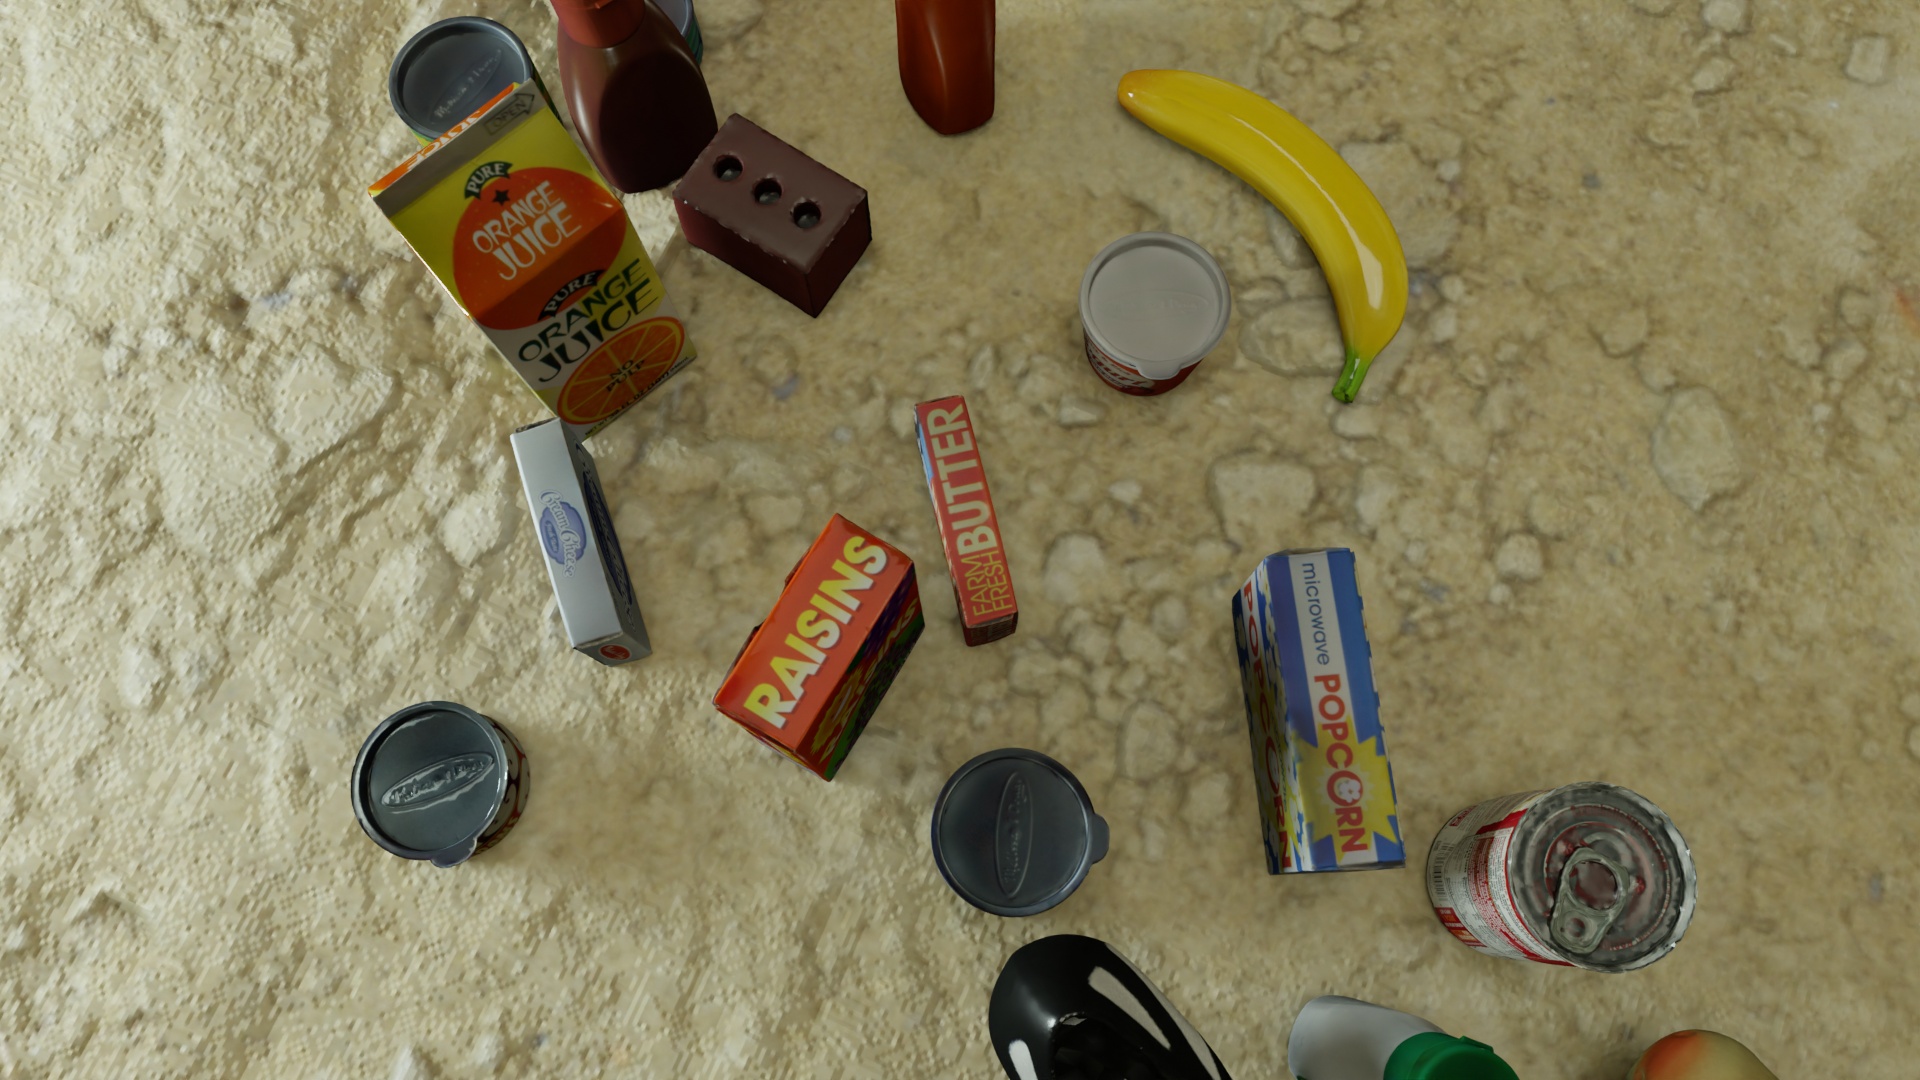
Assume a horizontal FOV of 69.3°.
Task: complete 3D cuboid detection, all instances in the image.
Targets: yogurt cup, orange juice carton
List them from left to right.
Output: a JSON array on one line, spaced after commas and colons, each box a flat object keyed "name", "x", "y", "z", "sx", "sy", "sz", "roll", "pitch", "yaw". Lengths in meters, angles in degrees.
[{"name": "orange juice carton", "x": -0.175, "y": -0.115, "z": 0.573, "sx": 0.072, "sy": 0.192, "sz": 0.073, "roll": -40, "pitch": 79, "yaw": -9}, {"name": "yogurt cup", "x": 0.087, "y": -0.101, "z": 0.639, "sx": 0.072, "sy": 0.054, "sz": 0.072, "roll": 0, "pitch": 75, "yaw": 0}]

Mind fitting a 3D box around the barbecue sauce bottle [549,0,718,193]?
[{"name": "barbecue sauce bottle", "x": -0.151, "y": -0.214, "z": 0.622, "sx": 0.065, "sy": 0.148, "sz": 0.044, "roll": -36, "pitch": 78, "yaw": -8}]

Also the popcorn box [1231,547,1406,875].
[{"name": "popcorn box", "x": 0.145, "y": 0.073, "z": 0.576, "sx": 0.038, "sy": 0.085, "sz": 0.127, "roll": -5, "pitch": 75, "yaw": -1}]

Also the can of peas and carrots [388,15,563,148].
[{"name": "can of peas and carrots", "x": -0.228, "y": -0.205, "z": 0.666, "sx": 0.071, "sy": 0.058, "sz": 0.071, "roll": 0, "pitch": 75, "yaw": 0}]

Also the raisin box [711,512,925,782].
[{"name": "raisin box", "x": -0.053, "y": 0.047, "z": 0.564, "sx": 0.040, "sy": 0.123, "sz": 0.086, "roll": 30, "pitch": 78, "yaw": 8}]

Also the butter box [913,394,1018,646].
[{"name": "butter box", "x": 0.002, "y": -0.008, "z": 0.615, "sx": 0.024, "sy": 0.053, "sz": 0.103, "roll": -13, "pitch": 75, "yaw": -3}]

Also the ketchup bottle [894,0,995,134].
[{"name": "ketchup bottle", "x": -0.008, "y": -0.249, "z": 0.631, "sx": 0.043, "sy": 0.148, "sz": 0.065, "roll": -22, "pitch": 76, "yaw": -5}]

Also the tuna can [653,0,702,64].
[{"name": "tuna can", "x": -0.165, "y": -0.251, "z": 0.692, "sx": 0.071, "sy": 0.032, "sz": 0.071, "roll": 0, "pitch": 75, "yaw": 0}]

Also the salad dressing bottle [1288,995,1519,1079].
[{"name": "salad dressing bottle", "x": 0.162, "y": 0.196, "z": 0.510, "sx": 0.064, "sy": 0.147, "sz": 0.044, "roll": 20, "pitch": 77, "yaw": 5}]

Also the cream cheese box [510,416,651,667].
[{"name": "cream cheese box", "x": -0.167, "y": 0.002, "z": 0.613, "sx": 0.024, "sy": 0.053, "sz": 0.104, "roll": -19, "pitch": 76, "yaw": -5}]

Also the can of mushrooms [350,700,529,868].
[{"name": "can of mushrooms", "x": -0.221, "y": 0.106, "z": 0.595, "sx": 0.071, "sy": 0.033, "sz": 0.071, "roll": 0, "pitch": 75, "yaw": 0}]

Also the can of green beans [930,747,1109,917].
[{"name": "can of green beans", "x": 0.021, "y": 0.122, "z": 0.577, "sx": 0.071, "sy": 0.057, "sz": 0.071, "roll": 0, "pitch": 75, "yaw": 0}]
